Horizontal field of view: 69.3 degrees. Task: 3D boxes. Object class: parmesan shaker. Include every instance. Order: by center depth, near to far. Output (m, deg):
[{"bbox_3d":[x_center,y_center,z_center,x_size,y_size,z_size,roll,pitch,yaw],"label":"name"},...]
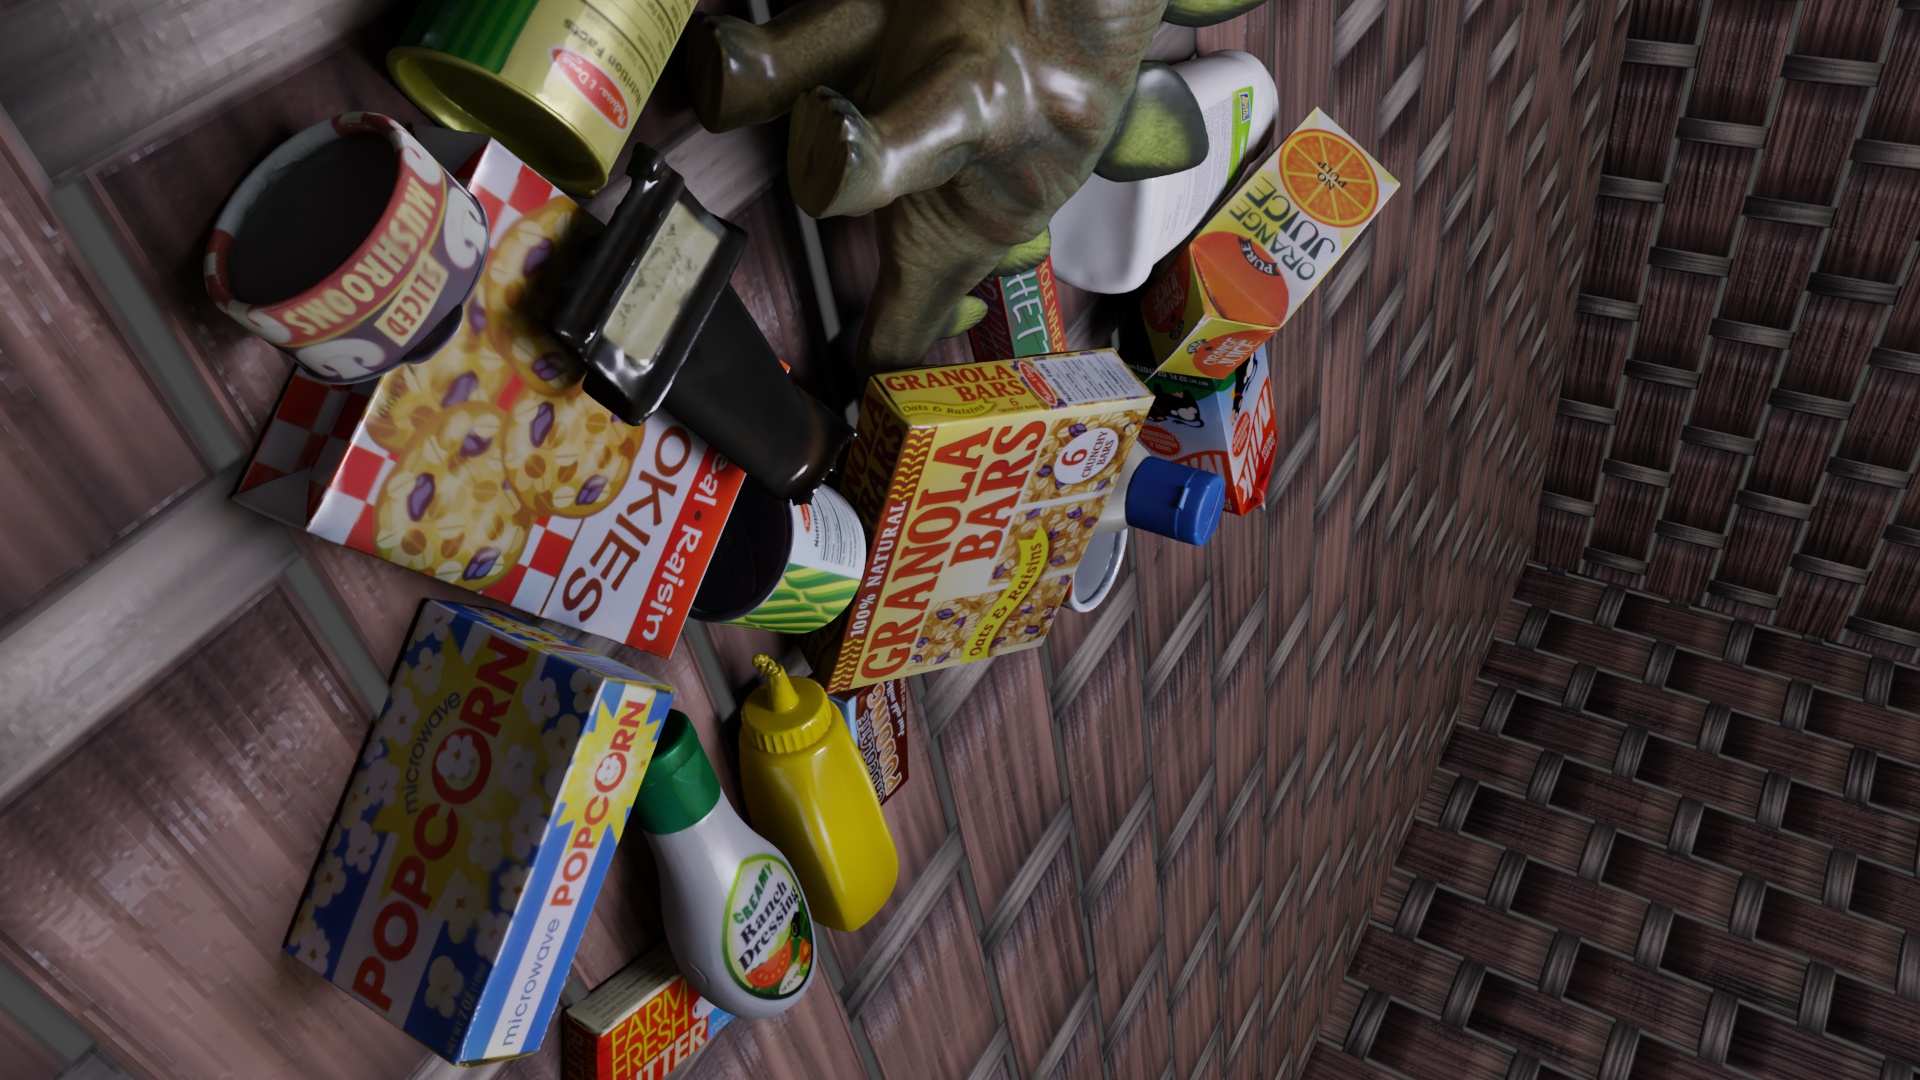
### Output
[{"bbox_3d":[-0.111,-0.164,0.409,0.103,0.071,0.071,-67,152,-12],"label":"parmesan shaker"}]

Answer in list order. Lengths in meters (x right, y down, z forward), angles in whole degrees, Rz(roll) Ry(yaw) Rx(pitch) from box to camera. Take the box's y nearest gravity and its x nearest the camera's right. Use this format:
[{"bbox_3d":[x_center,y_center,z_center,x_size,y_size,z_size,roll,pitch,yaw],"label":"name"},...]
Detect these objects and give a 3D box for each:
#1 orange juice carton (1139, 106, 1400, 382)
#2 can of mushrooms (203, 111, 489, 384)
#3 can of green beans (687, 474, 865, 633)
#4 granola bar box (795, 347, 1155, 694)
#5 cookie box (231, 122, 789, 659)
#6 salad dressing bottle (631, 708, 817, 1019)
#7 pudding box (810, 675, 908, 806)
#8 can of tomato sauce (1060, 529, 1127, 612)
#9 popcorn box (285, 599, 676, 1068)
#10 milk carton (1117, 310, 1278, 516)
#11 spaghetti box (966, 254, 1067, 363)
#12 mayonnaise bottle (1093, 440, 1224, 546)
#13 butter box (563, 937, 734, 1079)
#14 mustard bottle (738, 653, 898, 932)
[{"bbox_3d":[0.176,-0.168,0.838,0.193,0.073,0.071,-48,-179,-27],"label":"orange juice carton"},{"bbox_3d":[-0.160,-0.076,0.365,0.071,0.071,0.033,-63,149,-16],"label":"can of mushrooms"},{"bbox_3d":[-0.080,0.003,0.559,0.058,0.071,0.071,20,88,-63],"label":"can of green beans"},{"bbox_3d":[0.002,-0.008,0.627,0.124,0.039,0.164,-10,140,-30],"label":"granola bar box"},{"bbox_3d":[-0.136,-0.039,0.464,0.167,0.040,0.123,35,74,-60],"label":"cookie box"},{"bbox_3d":[-0.106,0.138,0.590,0.064,0.044,0.147,-51,133,-43],"label":"salad dressing bottle"},{"bbox_3d":[-0.052,0.098,0.703,0.050,0.030,0.083,-37,136,-46],"label":"pudding box"},{"bbox_3d":[0.041,-0.003,0.756,0.071,0.083,0.070,-38,137,-47],"label":"can of tomato sauce"},{"bbox_3d":[-0.156,0.092,0.452,0.038,0.085,0.127,29,80,-61],"label":"popcorn box"},{"bbox_3d":[0.168,-0.083,0.953,0.074,0.072,0.189,-59,150,-24],"label":"milk carton"},{"bbox_3d":[0.032,-0.106,0.740,0.050,0.029,0.248,-54,147,-30],"label":"spaghetti box"},{"bbox_3d":[0.057,-0.034,0.699,0.041,0.148,0.065,27,82,-63],"label":"mayonnaise bottle"},{"bbox_3d":[-0.134,0.211,0.627,0.104,0.024,0.053,-28,129,-54],"label":"butter box"},{"bbox_3d":[-0.071,0.112,0.644,0.049,0.065,0.159,-41,136,-36],"label":"mustard bottle"}]
